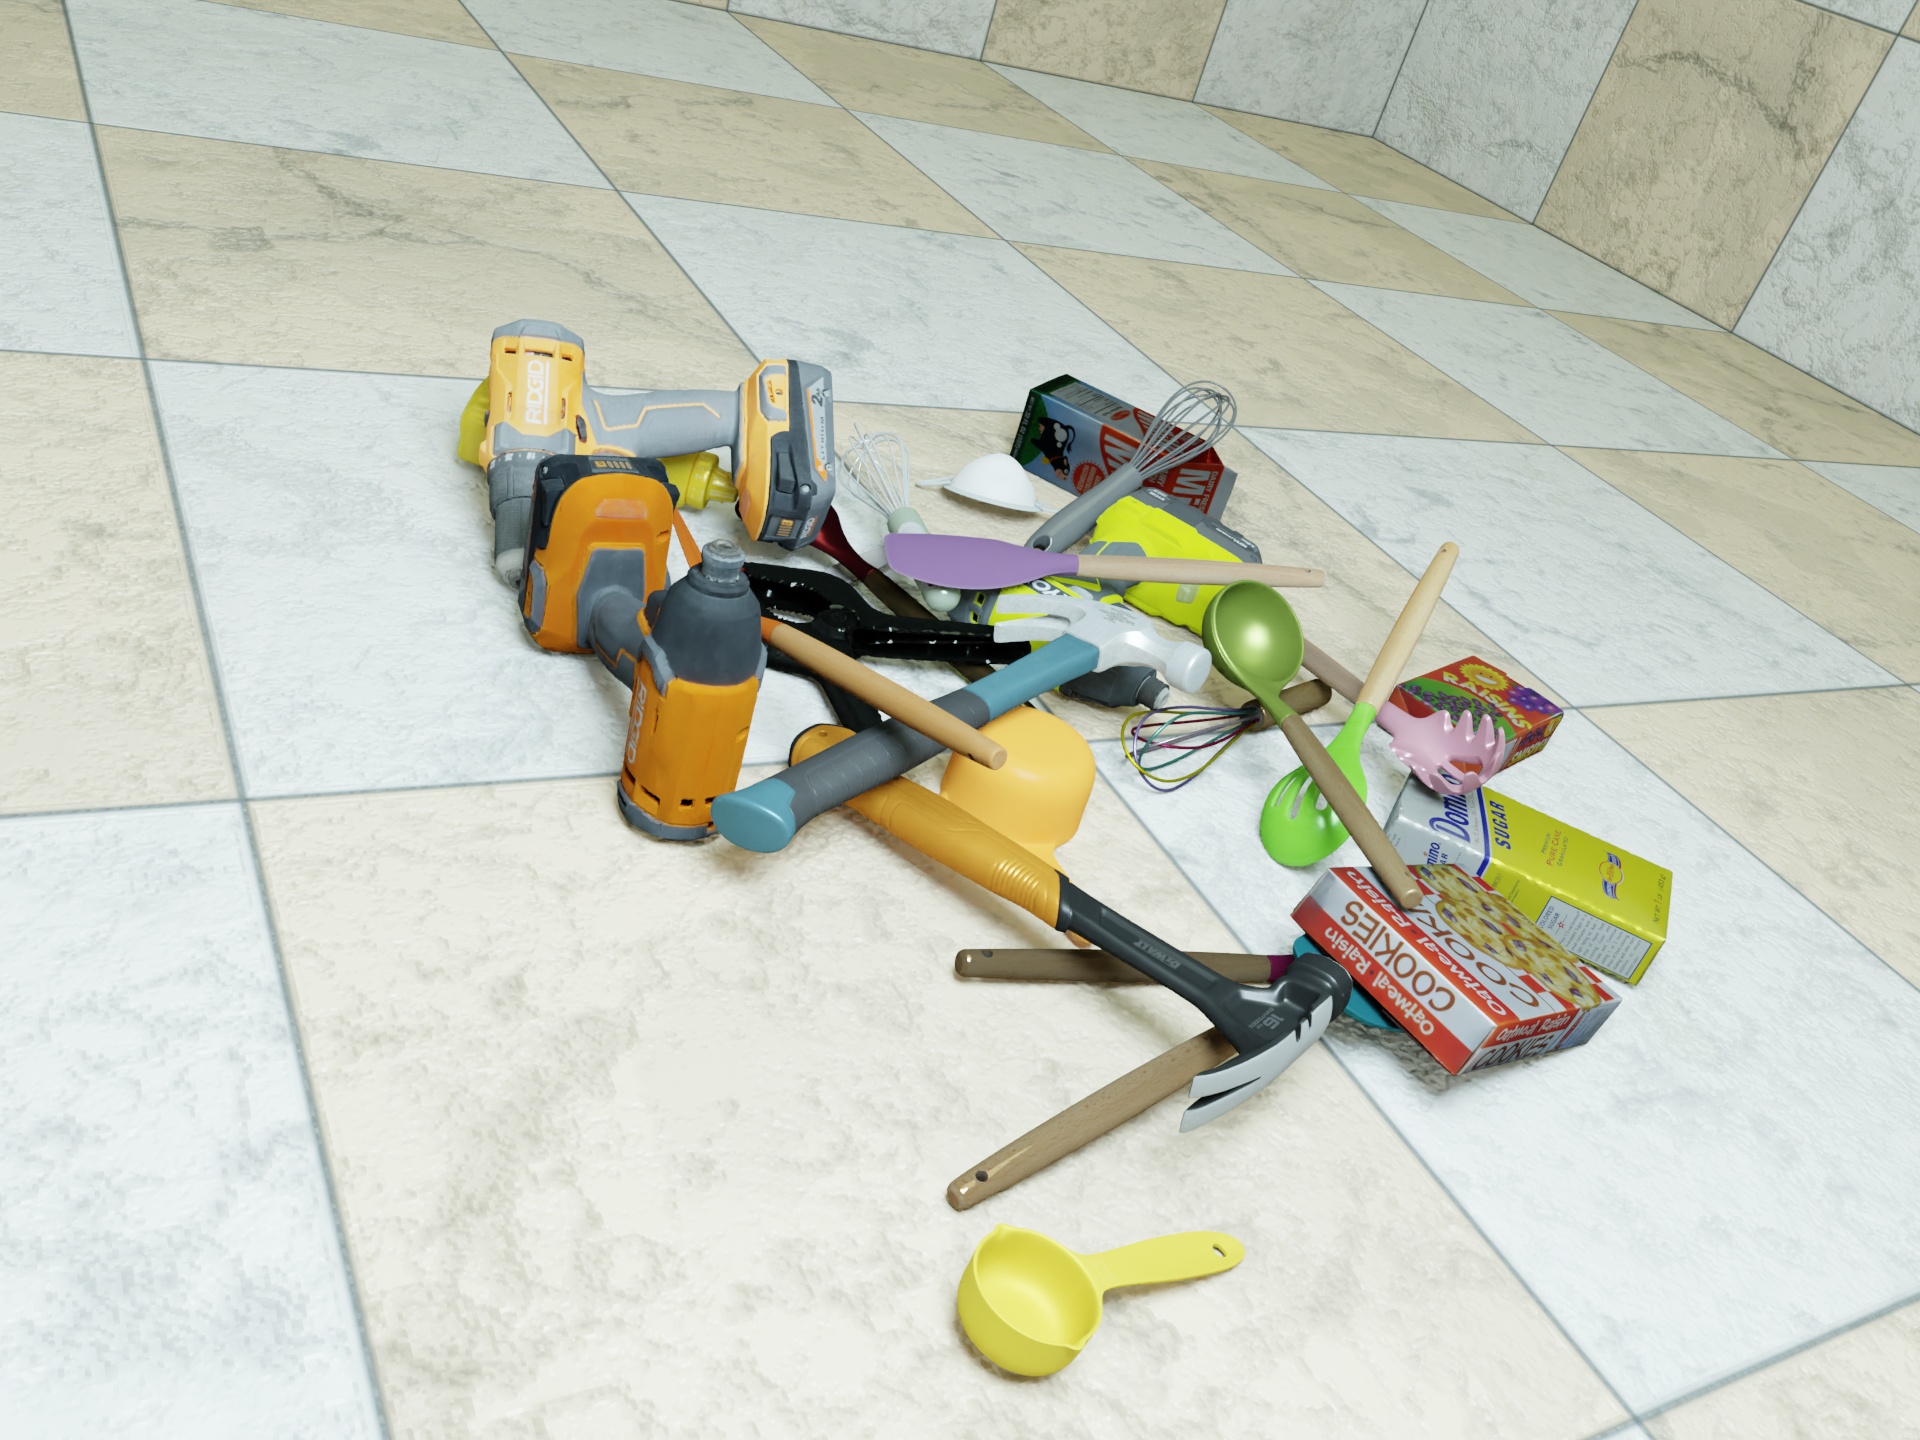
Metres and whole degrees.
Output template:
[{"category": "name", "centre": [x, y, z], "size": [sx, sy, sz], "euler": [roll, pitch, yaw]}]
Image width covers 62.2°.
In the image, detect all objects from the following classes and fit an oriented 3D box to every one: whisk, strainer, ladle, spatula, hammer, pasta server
[{"category": "whisk", "centre": [-0.043, -0.149, 1.150], "size": [0.058, 0.059, 0.247], "euler": [-26, 39, 0]}, {"category": "strainer", "centre": [0.092, -0.168, 1.295], "size": [0.258, 0.050, 0.087], "euler": [22, 17, -1]}, {"category": "whisk", "centre": [0.134, -0.198, 1.271], "size": [0.239, 0.055, 0.055], "euler": [-41, 59, -21]}, {"category": "ladle", "centre": [-0.045, -0.082, 1.091], "size": [0.069, 0.031, 0.316], "euler": [-25, 56, -39]}, {"category": "spatula", "centre": [-0.081, -0.046, 0.896], "size": [0.041, 0.080, 0.323], "euler": [-43, 46, -20]}, {"category": "whisk", "centre": [0.186, -0.003, 1.084], "size": [0.047, 0.051, 0.245], "euler": [32, 31, 32]}, {"category": "hammer", "centre": [0.028, 0.087, 0.828], "size": [0.337, 0.034, 0.127], "euler": [29, 37, 32]}, {"category": "pasta server", "centre": [0.271, -0.030, 1.117], "size": [0.060, 0.040, 0.317], "euler": [-33, 35, -5]}, {"category": "hammer", "centre": [-0.001, -0.003, 0.901], "size": [0.128, 0.033, 0.331], "euler": [28, 38, 33]}, {"category": "spatula", "centre": [0.104, -0.104, 1.092], "size": [0.315, 0.018, 0.060], "euler": [1, 42, -14]}, {"category": "ladle", "centre": [0.219, 0.006, 0.975], "size": [0.078, 0.062, 0.320], "euler": [21, 24, -22]}, {"category": "spatula", "centre": [0.117, 0.171, 0.785], "size": [0.317, 0.044, 0.082], "euler": [-19, 55, -35]}]

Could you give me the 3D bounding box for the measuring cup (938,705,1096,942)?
[{"category": "measuring cup", "centre": [0.050, 0.053, 0.913], "size": [0.095, 0.052, 0.174], "euler": [3, 33, -24]}]

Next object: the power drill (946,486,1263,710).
[{"category": "power drill", "centre": [0.118, -0.085, 1.147], "size": [0.171, 0.080, 0.223], "euler": [33, 38, 22]}]

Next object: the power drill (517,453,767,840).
[{"category": "power drill", "centre": [-0.173, -0.063, 0.877], "size": [0.084, 0.164, 0.227], "euler": [-3, 36, -31]}]

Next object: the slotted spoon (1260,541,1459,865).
[{"category": "slotted spoon", "centre": [0.276, -0.024, 1.058], "size": [0.070, 0.031, 0.314], "euler": [-1, 40, 41]}]

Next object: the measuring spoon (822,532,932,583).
[{"category": "measuring spoon", "centre": [-0.062, -0.112, 1.155], "size": [0.034, 0.018, 0.124], "euler": [37, 43, 24]}]

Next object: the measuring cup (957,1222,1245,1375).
[{"category": "measuring cup", "centre": [0.063, 0.239, 0.670], "size": [0.156, 0.029, 0.062], "euler": [6, 32, -40]}]

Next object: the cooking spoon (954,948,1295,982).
[{"category": "cooking spoon", "centre": [0.145, 0.135, 0.869], "size": [0.318, 0.017, 0.069], "euler": [5, 34, -23]}]

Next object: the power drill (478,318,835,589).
[{"category": "power drill", "centre": [-0.200, -0.165, 1.050], "size": [0.226, 0.084, 0.185], "euler": [4, 65, -16]}]
